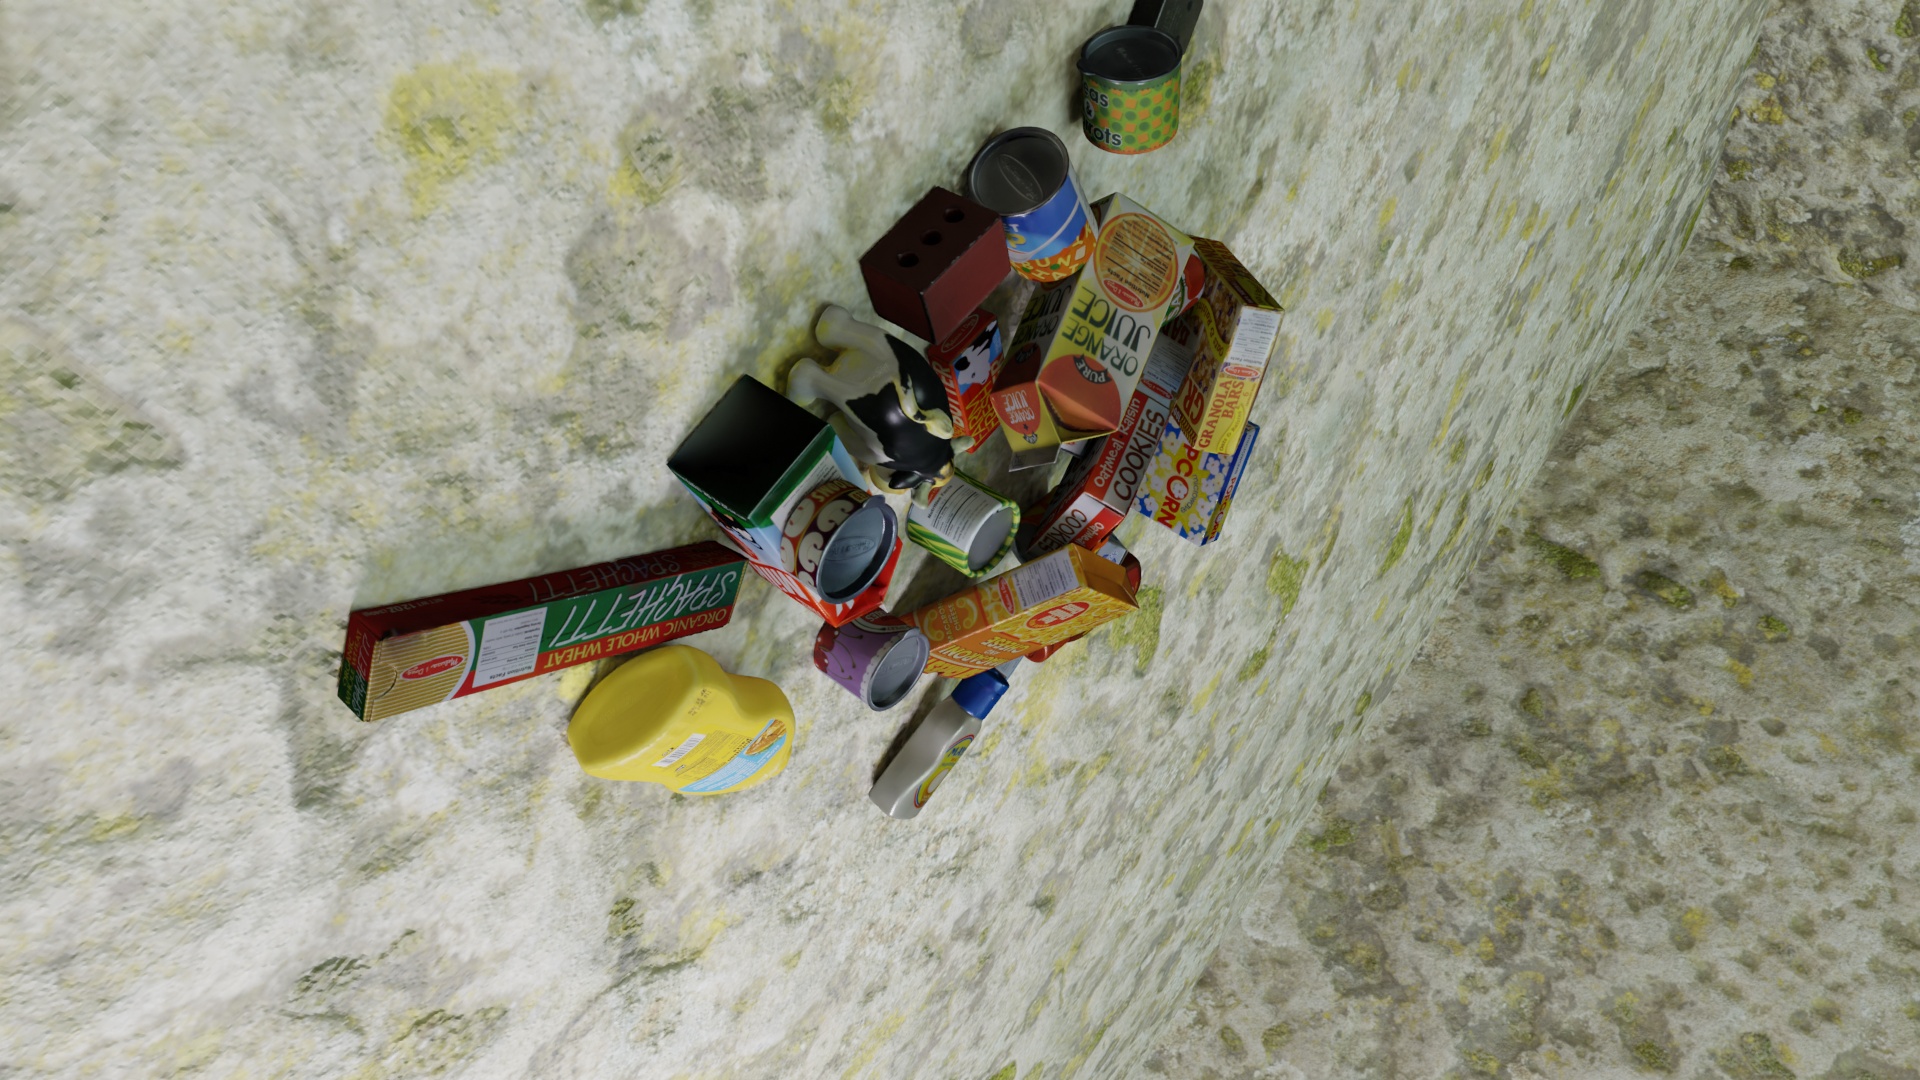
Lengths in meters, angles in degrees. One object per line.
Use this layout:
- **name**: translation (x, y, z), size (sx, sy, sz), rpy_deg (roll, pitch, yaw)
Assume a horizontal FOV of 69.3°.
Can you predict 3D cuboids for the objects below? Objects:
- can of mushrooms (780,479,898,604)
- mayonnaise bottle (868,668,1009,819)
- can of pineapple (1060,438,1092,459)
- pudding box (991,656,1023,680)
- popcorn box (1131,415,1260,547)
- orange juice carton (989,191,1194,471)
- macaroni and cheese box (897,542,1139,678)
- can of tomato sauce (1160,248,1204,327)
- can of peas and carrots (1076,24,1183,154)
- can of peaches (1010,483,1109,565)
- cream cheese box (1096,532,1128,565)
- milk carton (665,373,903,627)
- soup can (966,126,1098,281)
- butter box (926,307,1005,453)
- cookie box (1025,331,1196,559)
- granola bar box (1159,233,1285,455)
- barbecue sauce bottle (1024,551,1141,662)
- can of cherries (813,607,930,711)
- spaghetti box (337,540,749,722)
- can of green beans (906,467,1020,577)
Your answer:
- **can of mushrooms**: translation (-0.069, -0.002, 0.800), size (0.071, 0.033, 0.070), rpy_deg (-38, 145, -32)
- **mayonnaise bottle**: translation (-0.016, 0.171, 1.188), size (0.148, 0.041, 0.065), rpy_deg (-53, 157, 7)
- **can of pineapple**: translation (0.077, -0.103, 1.066), size (0.071, 0.071, 0.057), rpy_deg (14, 105, -62)
- **pudding box**: translation (0.045, 0.080, 1.232), size (0.084, 0.030, 0.049), rpy_deg (-56, 151, -6)
- **popcorn box**: translation (0.221, -0.069, 1.314), size (0.038, 0.085, 0.126), rpy_deg (-21, 135, -48)
- **orange juice carton**: translation (0.084, -0.136, 0.964), size (0.073, 0.071, 0.193), rpy_deg (28, 77, -22)
- **macaroni and cheese box**: translation (0.042, 0.060, 1.093), size (0.166, 0.040, 0.123), rpy_deg (-24, 160, 20)
- **can of tomato sauce**: translation (0.142, -0.194, 1.075), size (0.083, 0.071, 0.070), rpy_deg (-36, 145, -37)
- **can of peas and carrots**: translation (0.112, -0.299, 0.926), size (0.071, 0.071, 0.058), rpy_deg (-44, 150, -26)
- **can of peaches**: translation (0.084, -0.006, 1.167), size (0.058, 0.071, 0.070), rpy_deg (-39, 147, -32)
- **cream cheese box**: translation (0.121, 0.018, 1.244), size (0.053, 0.024, 0.104), rpy_deg (-63, -173, 8)
- **milk carton**: translation (-0.097, -0.011, 0.860), size (0.073, 0.072, 0.190), rpy_deg (-51, 151, -14)
- **soup can**: translation (0.046, -0.215, 0.902), size (0.071, 0.071, 0.083), rpy_deg (-55, 153, -7)
- **butter box**: translation (0.008, -0.113, 0.984), size (0.053, 0.024, 0.103), rpy_deg (-48, 151, -22)
- **cookie box**: translation (0.119, -0.066, 1.096), size (0.168, 0.040, 0.122), rpy_deg (-63, -174, -29)
- **granola bar box**: translation (0.200, -0.161, 1.121), size (0.039, 0.166, 0.123), rpy_deg (8, 119, -13)
- **barbecue sauce bottle**: translation (0.112, 0.064, 1.311), size (0.149, 0.044, 0.064), rpy_deg (-34, 145, -39)
- **can of cherries**: translation (-0.065, 0.080, 1.020), size (0.072, 0.058, 0.071), rpy_deg (-38, 146, -32)
- **spaghetti box**: translation (-0.217, 0.044, 0.762), size (0.251, 0.029, 0.050), rpy_deg (-14, 129, -54)
- **can of green beans**: translation (0.003, -0.014, 1.037), size (0.071, 0.058, 0.071), rpy_deg (-40, 147, -32)
